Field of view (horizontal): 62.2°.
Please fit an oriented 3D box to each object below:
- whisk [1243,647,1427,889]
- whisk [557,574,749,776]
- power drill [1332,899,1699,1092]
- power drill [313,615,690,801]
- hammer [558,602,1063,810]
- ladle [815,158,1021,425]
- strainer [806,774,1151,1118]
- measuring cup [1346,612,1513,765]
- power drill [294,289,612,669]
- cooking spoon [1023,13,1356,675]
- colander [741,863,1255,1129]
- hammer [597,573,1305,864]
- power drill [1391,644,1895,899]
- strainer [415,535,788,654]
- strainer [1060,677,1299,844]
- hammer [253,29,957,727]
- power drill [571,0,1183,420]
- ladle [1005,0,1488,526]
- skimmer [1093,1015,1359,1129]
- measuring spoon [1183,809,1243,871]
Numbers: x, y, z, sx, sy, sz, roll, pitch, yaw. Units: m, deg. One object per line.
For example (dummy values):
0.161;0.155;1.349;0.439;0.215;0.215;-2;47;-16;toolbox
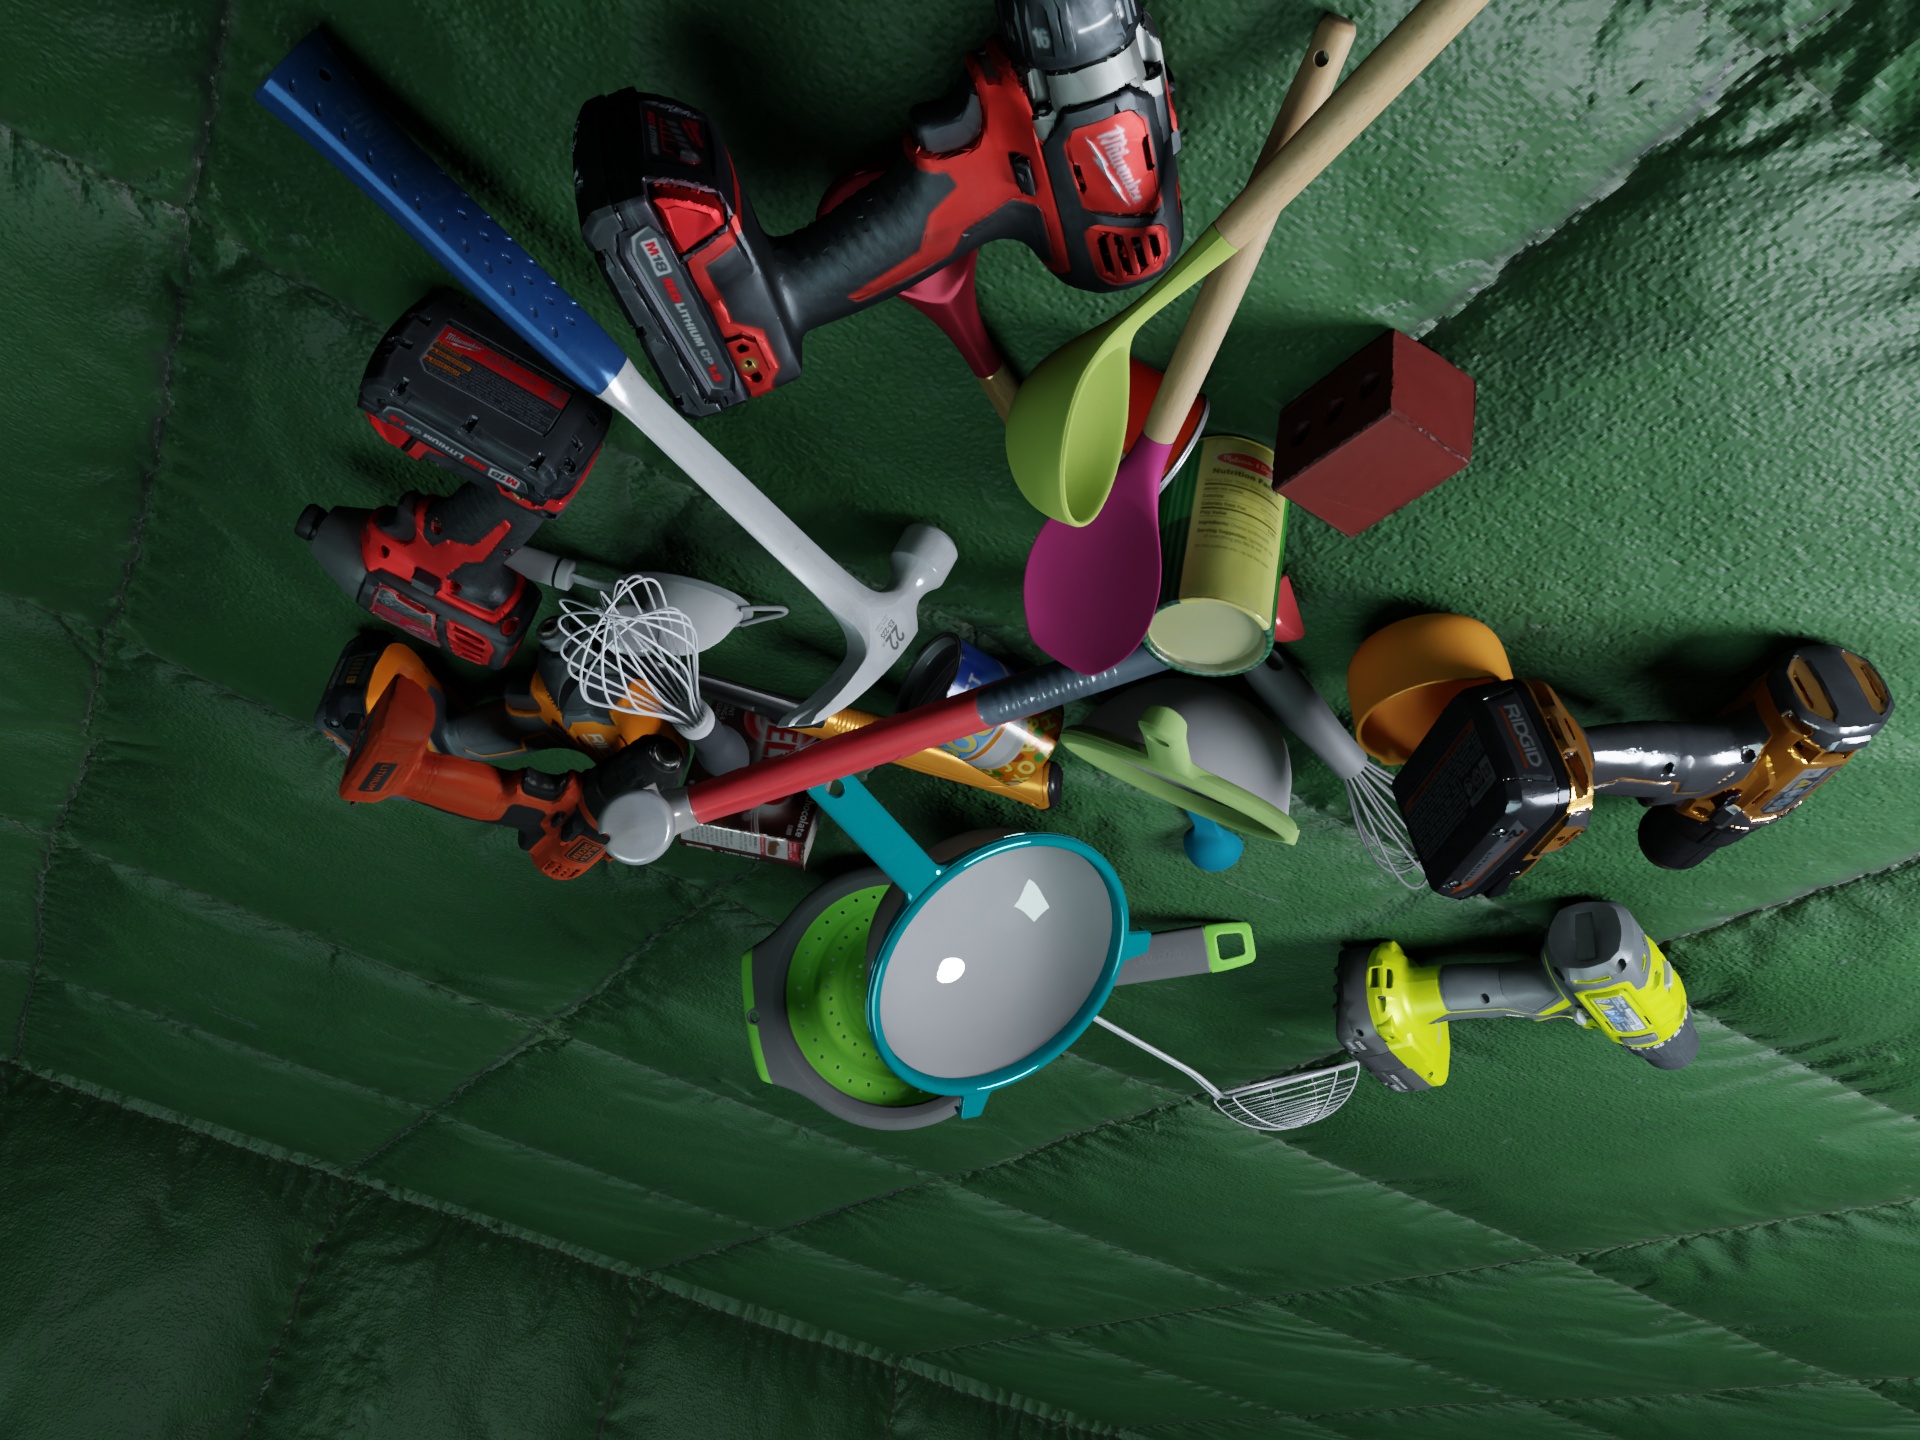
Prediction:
0.235;0.028;0.970;0.055;0.055;0.238;-17;132;39;whisk
-0.156;-0.011;0.875;0.070;0.070;0.284;9;165;7;whisk
0.409;0.213;1.163;0.228;0.080;0.190;-16;137;34;power drill
-0.317;-0.011;1.087;0.226;0.084;0.164;-2;144;16;power drill
-0.084;0.004;1.012;0.336;0.034;0.127;17;158;-25;hammer
0.027;-0.156;0.783;0.069;0.031;0.315;-15;141;23;ladle
-0.022;0.118;1.111;0.340;0.211;0.095;50;174;-36;strainer
0.295;-0.015;0.885;0.173;0.052;0.095;7;147;-21;measuring cup
-0.286;-0.123;0.879;0.143;0.079;0.219;29;141;-12;power drill
0.096;-0.145;0.690;0.069;0.017;0.318;33;130;14;cooking spoon
0.032;0.202;1.261;0.397;0.204;0.094;-9;175;6;colander
-0.001;-0.003;0.871;0.386;0.038;0.143;-18;-178;-3;hammer
0.356;0.038;0.864;0.226;0.084;0.185;-7;150;-12;power drill
-0.237;-0.085;0.980;0.258;0.050;0.086;18;162;0;strainer
0.130;0.003;0.898;0.151;0.069;0.256;23;174;14;strainer
-0.166;-0.157;0.779;0.405;0.144;0.035;43;152;-28;hammer
-0.031;-0.224;0.605;0.226;0.080;0.187;-17;142;5;power drill
0.127;-0.193;0.596;0.062;0.078;0.320;48;122;1;ladle
0.165;0.249;1.352;0.363;0.090;0.127;29;157;-5;skimmer
0.162;0.070;1.083;0.042;0.021;0.128;-2;146;23;measuring spoon
